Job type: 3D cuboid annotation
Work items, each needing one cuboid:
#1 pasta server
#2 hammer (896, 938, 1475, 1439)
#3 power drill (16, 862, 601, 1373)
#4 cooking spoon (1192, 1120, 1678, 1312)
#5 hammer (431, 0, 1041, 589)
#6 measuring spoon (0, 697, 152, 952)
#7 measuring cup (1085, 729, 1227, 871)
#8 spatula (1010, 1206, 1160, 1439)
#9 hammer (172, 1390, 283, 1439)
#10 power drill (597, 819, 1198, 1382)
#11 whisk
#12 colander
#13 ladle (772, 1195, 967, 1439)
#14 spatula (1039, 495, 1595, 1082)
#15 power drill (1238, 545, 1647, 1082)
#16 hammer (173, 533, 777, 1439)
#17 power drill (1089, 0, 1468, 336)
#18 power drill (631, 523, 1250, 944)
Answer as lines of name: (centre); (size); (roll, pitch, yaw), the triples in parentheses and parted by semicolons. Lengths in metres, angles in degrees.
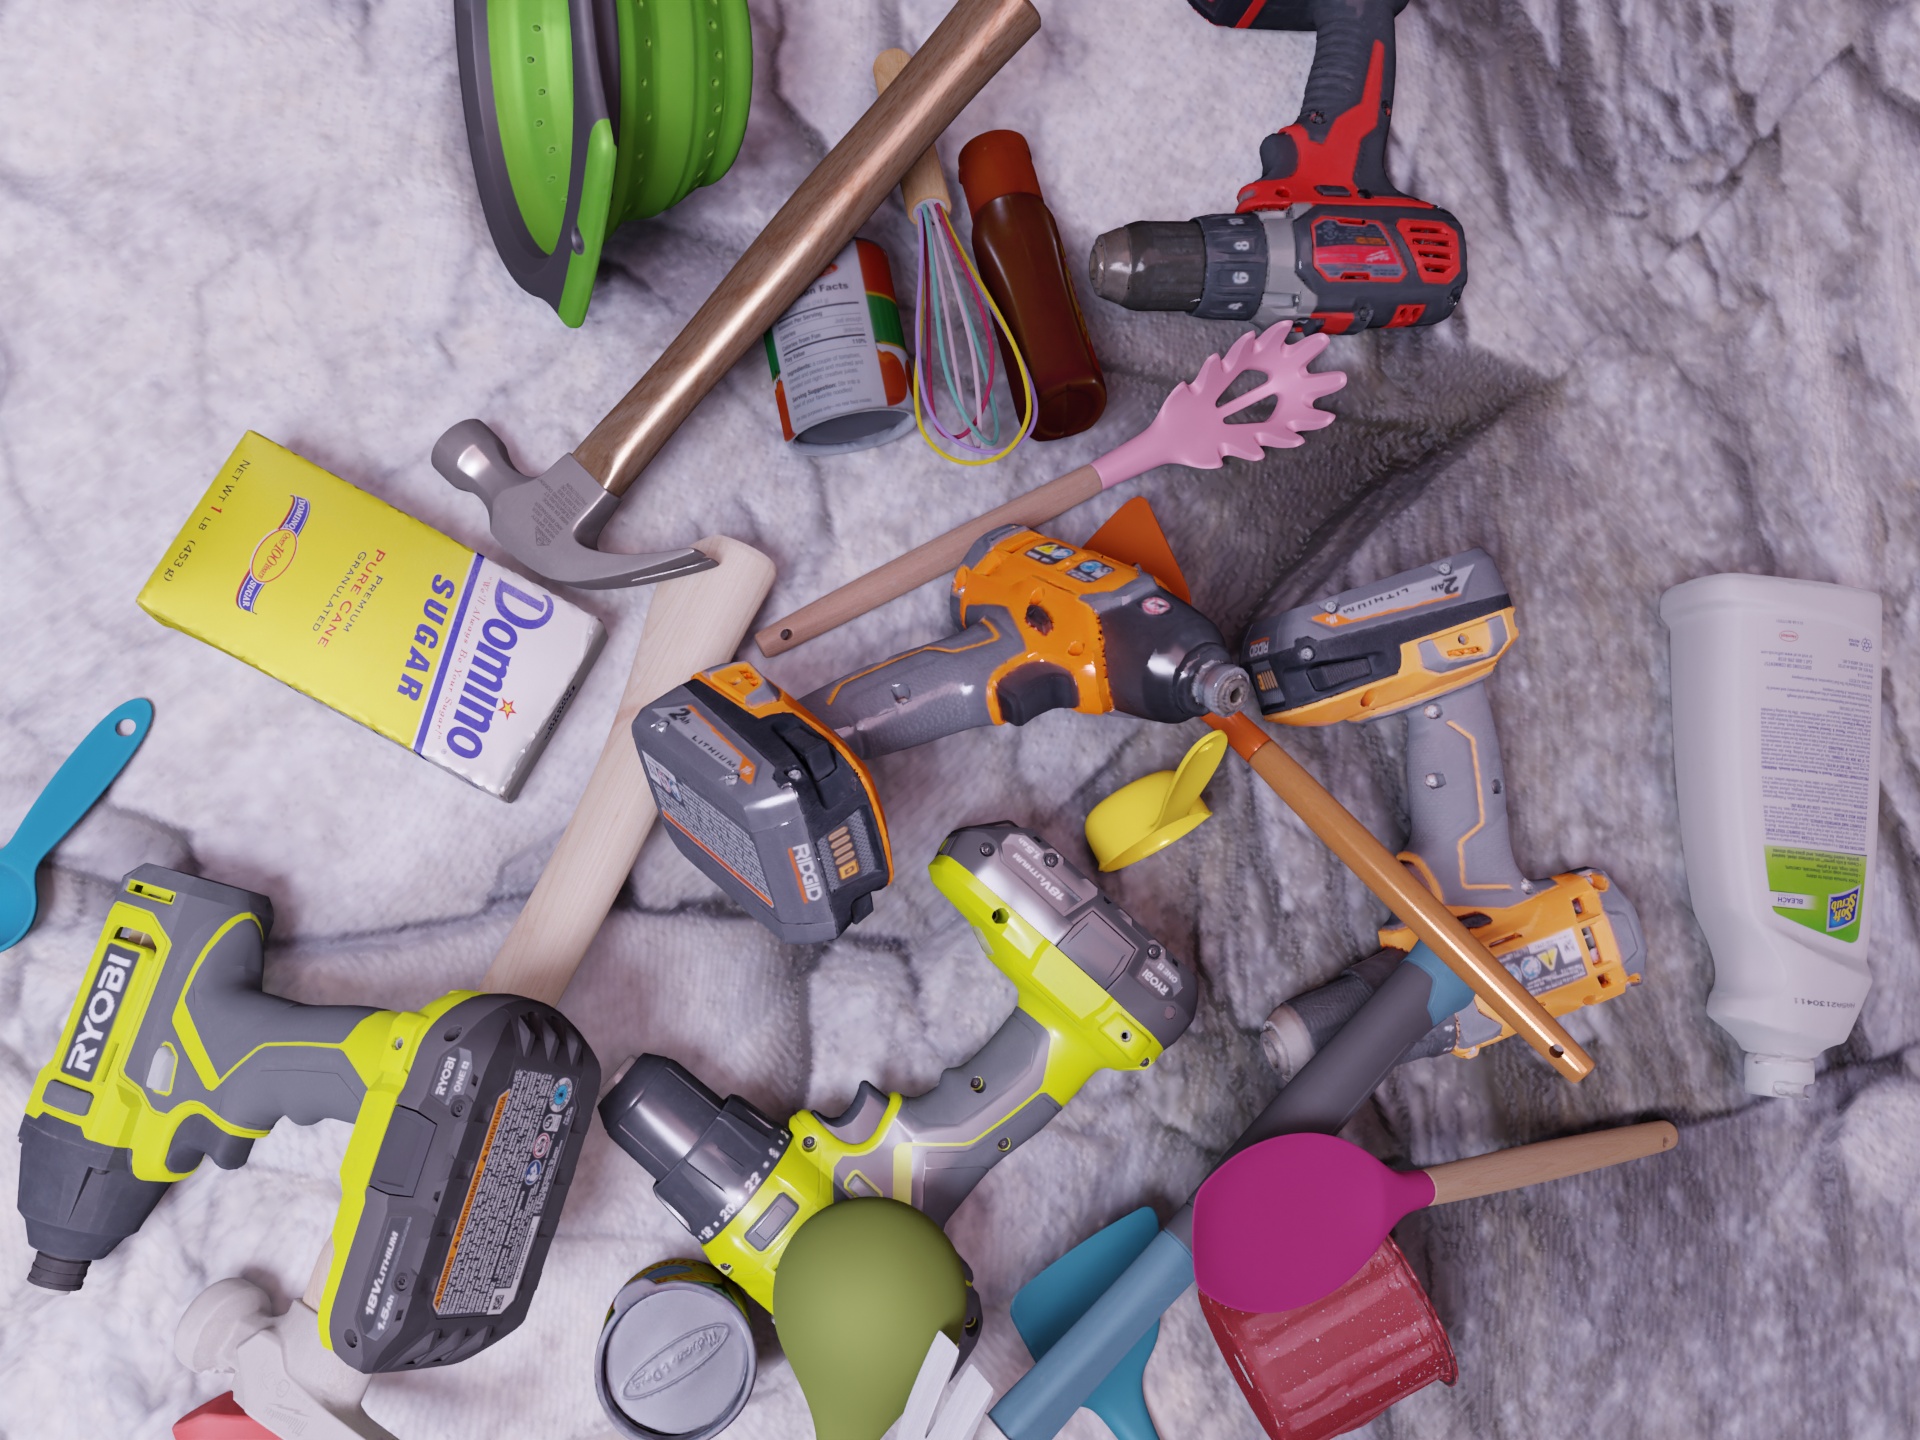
pasta server: (0.044, -0.107, 0.770); (0.316, 0.040, 0.060); (-28, 97, -11)
hammer: (0.101, 0.209, 0.657); (0.331, 0.033, 0.128); (-42, 132, -16)
power drill: (-0.266, 0.161, 0.621); (0.223, 0.080, 0.171); (10, 77, 24)
cooking spoon: (0.218, 0.200, 0.693); (0.318, 0.017, 0.069); (2, 87, -34)
hammer: (-0.085, -0.192, 0.704); (0.130, 0.031, 0.331); (44, 96, 12)
measuring spoon: (-0.392, 0.045, 0.690); (0.042, 0.021, 0.129); (31, 69, -3)
measuring cup: (0.089, 0.026, 0.697); (0.062, 0.156, 0.029); (-25, 71, -14)
spatula: (0.112, 0.375, 0.702); (0.082, 0.044, 0.317); (-24, 87, -28)
hammer: (-0.242, 0.447, 0.639); (0.149, 0.036, 0.359); (-24, 86, -12)
power drill: (-0.025, 0.155, 0.699); (0.190, 0.080, 0.228); (42, 80, -2)
whisk: (-0.014, -0.224, 0.751); (0.051, 0.047, 0.245); (16, 53, -47)
colander: (-0.180, -0.361, 0.726); (0.094, 0.204, 0.397); (-10, 64, -27)
ladle: (-0.065, 0.345, 0.647); (0.078, 0.062, 0.320); (12, 101, -12)
spatula: (0.152, 0.030, 0.700); (0.323, 0.041, 0.081); (47, 110, 19)
power drill: (0.204, 0.051, 0.753); (0.185, 0.084, 0.226); (-19, 89, -10)
hammer: (-0.173, 0.105, 0.679); (0.146, 0.038, 0.411); (18, 73, 24)
power drill: (0.153, -0.305, 0.801); (0.188, 0.080, 0.227); (-2, 85, -9)
power drill: (-0.001, -0.002, 0.658); (0.226, 0.164, 0.084); (-29, 125, -25)
